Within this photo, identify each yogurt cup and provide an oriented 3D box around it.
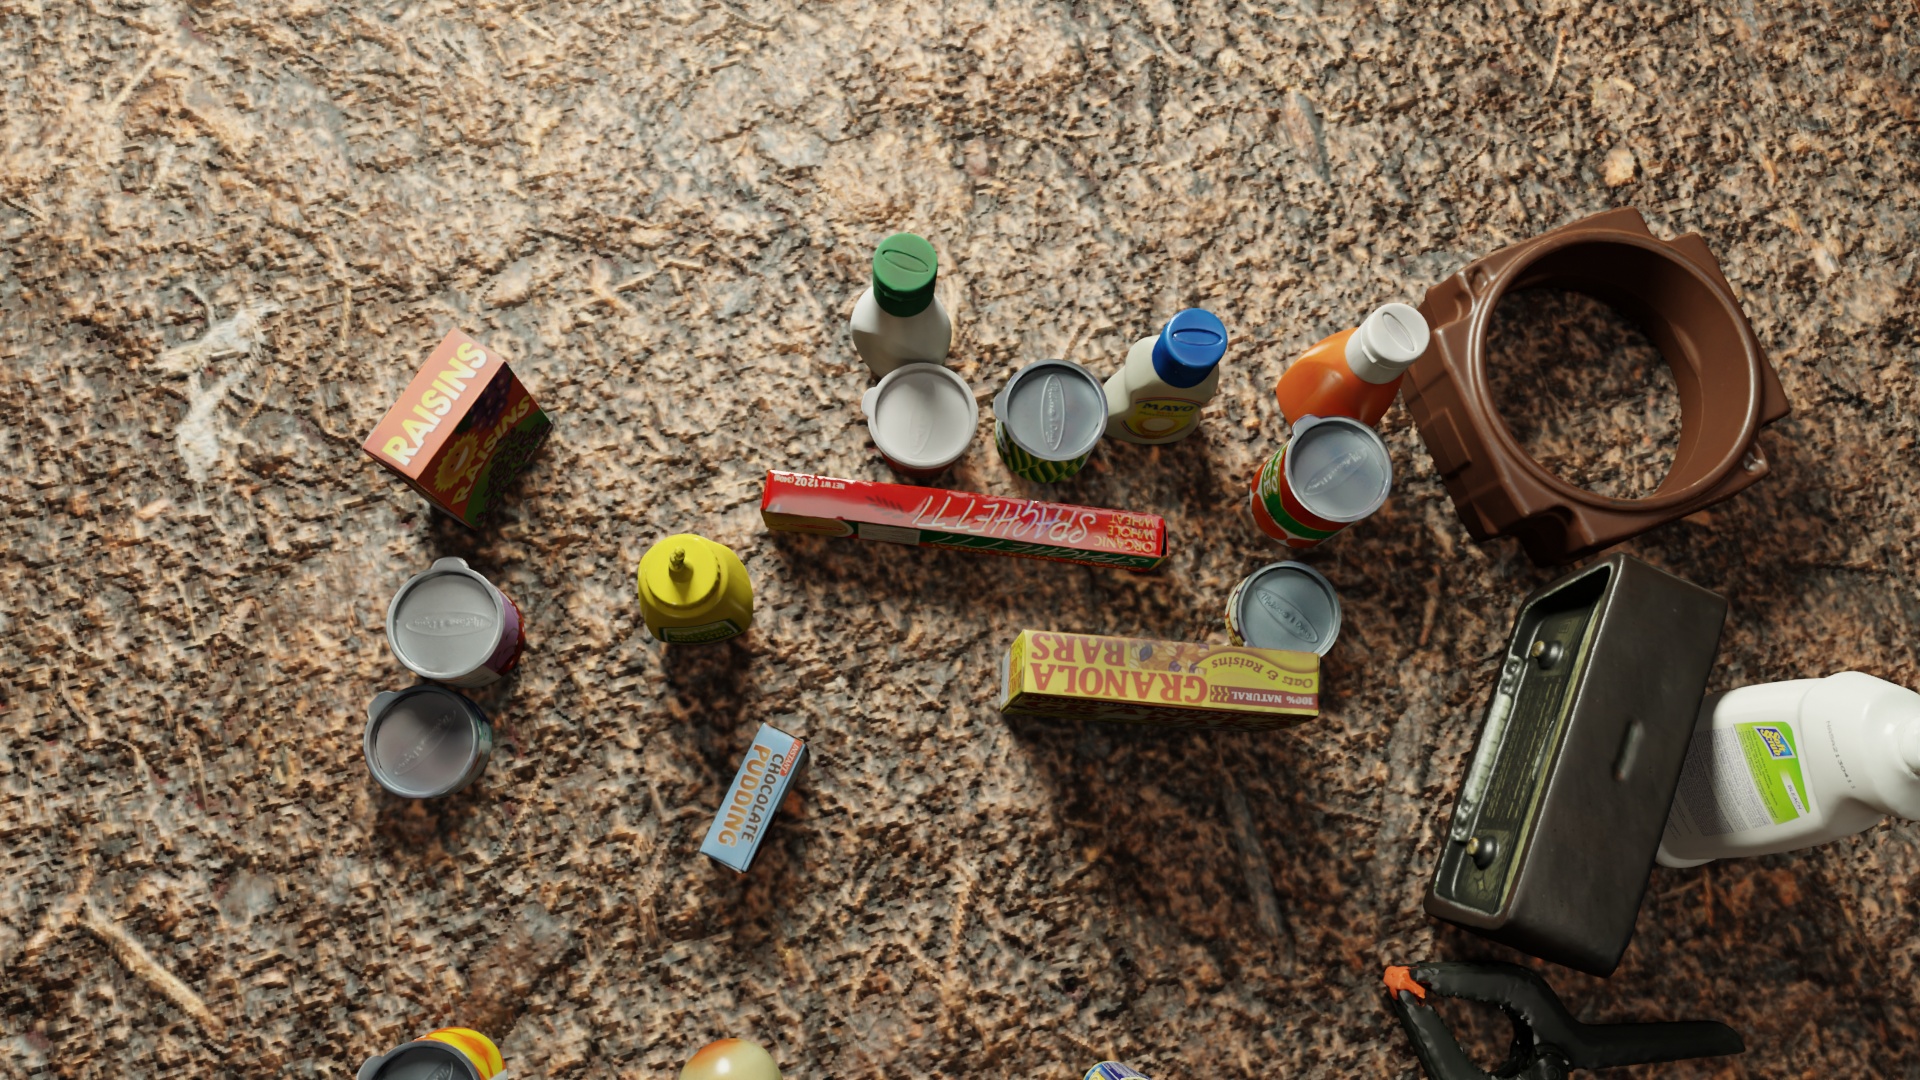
[{"bbox_3d":[-0.025,-0.072,0.874,0.072,0.054,0.072,1,78,-4],"label":"yogurt cup"}]

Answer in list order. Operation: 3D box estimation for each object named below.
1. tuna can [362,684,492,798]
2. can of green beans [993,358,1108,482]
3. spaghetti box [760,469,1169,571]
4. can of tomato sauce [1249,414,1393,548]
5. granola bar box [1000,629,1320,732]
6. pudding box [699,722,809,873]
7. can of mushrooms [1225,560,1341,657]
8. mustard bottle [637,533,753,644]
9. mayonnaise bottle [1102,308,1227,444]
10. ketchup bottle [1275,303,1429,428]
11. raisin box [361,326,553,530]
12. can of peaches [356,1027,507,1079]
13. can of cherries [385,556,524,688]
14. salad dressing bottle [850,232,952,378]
[{"bbox_3d":[-0.316,0.118,0.821,0.071,0.032,0.071,1,77,-4],"label":"tuna can"},{"bbox_3d":[0.056,-0.075,0.879,0.071,0.057,0.071,1,78,-4],"label":"can of green beans"},{"bbox_3d":[0.003,-0.011,0.865,0.250,0.050,0.029,6,77,-3],"label":"spaghetti box"},{"bbox_3d":[0.222,-0.036,0.870,0.071,0.083,0.071,1,78,-4],"label":"can of tomato sauce"},{"bbox_3d":[0.111,0.085,0.813,0.166,0.124,0.039,5,78,-3],"label":"granola bar box"},{"bbox_3d":[-0.120,0.152,0.819,0.030,0.049,0.084,25,77,2],"label":"pudding box"},{"bbox_3d":[0.201,0.050,0.874,0.071,0.033,0.071,1,77,-4],"label":"can of mushrooms"},{"bbox_3d":[-0.154,0.027,0.788,0.065,0.160,0.049,-8,79,-6],"label":"mustard bottle"},{"bbox_3d":[0.126,-0.097,0.843,0.065,0.147,0.041,3,78,-3],"label":"mayonnaise bottle"},{"bbox_3d":[0.241,-0.101,0.852,0.043,0.148,0.065,-35,82,-10],"label":"ketchup bottle"},{"bbox_3d":[-0.292,-0.063,0.817,0.040,0.123,0.086,32,78,3],"label":"raisin box"},{"bbox_3d":[-0.292,0.305,0.768,0.071,0.058,0.071,1,78,-4],"label":"can of peaches"},{"bbox_3d":[-0.297,0.050,0.824,0.071,0.058,0.071,1,78,-4],"label":"can of cherries"},{"bbox_3d":[-0.035,-0.139,0.841,0.064,0.147,0.044,21,77,1],"label":"salad dressing bottle"}]
